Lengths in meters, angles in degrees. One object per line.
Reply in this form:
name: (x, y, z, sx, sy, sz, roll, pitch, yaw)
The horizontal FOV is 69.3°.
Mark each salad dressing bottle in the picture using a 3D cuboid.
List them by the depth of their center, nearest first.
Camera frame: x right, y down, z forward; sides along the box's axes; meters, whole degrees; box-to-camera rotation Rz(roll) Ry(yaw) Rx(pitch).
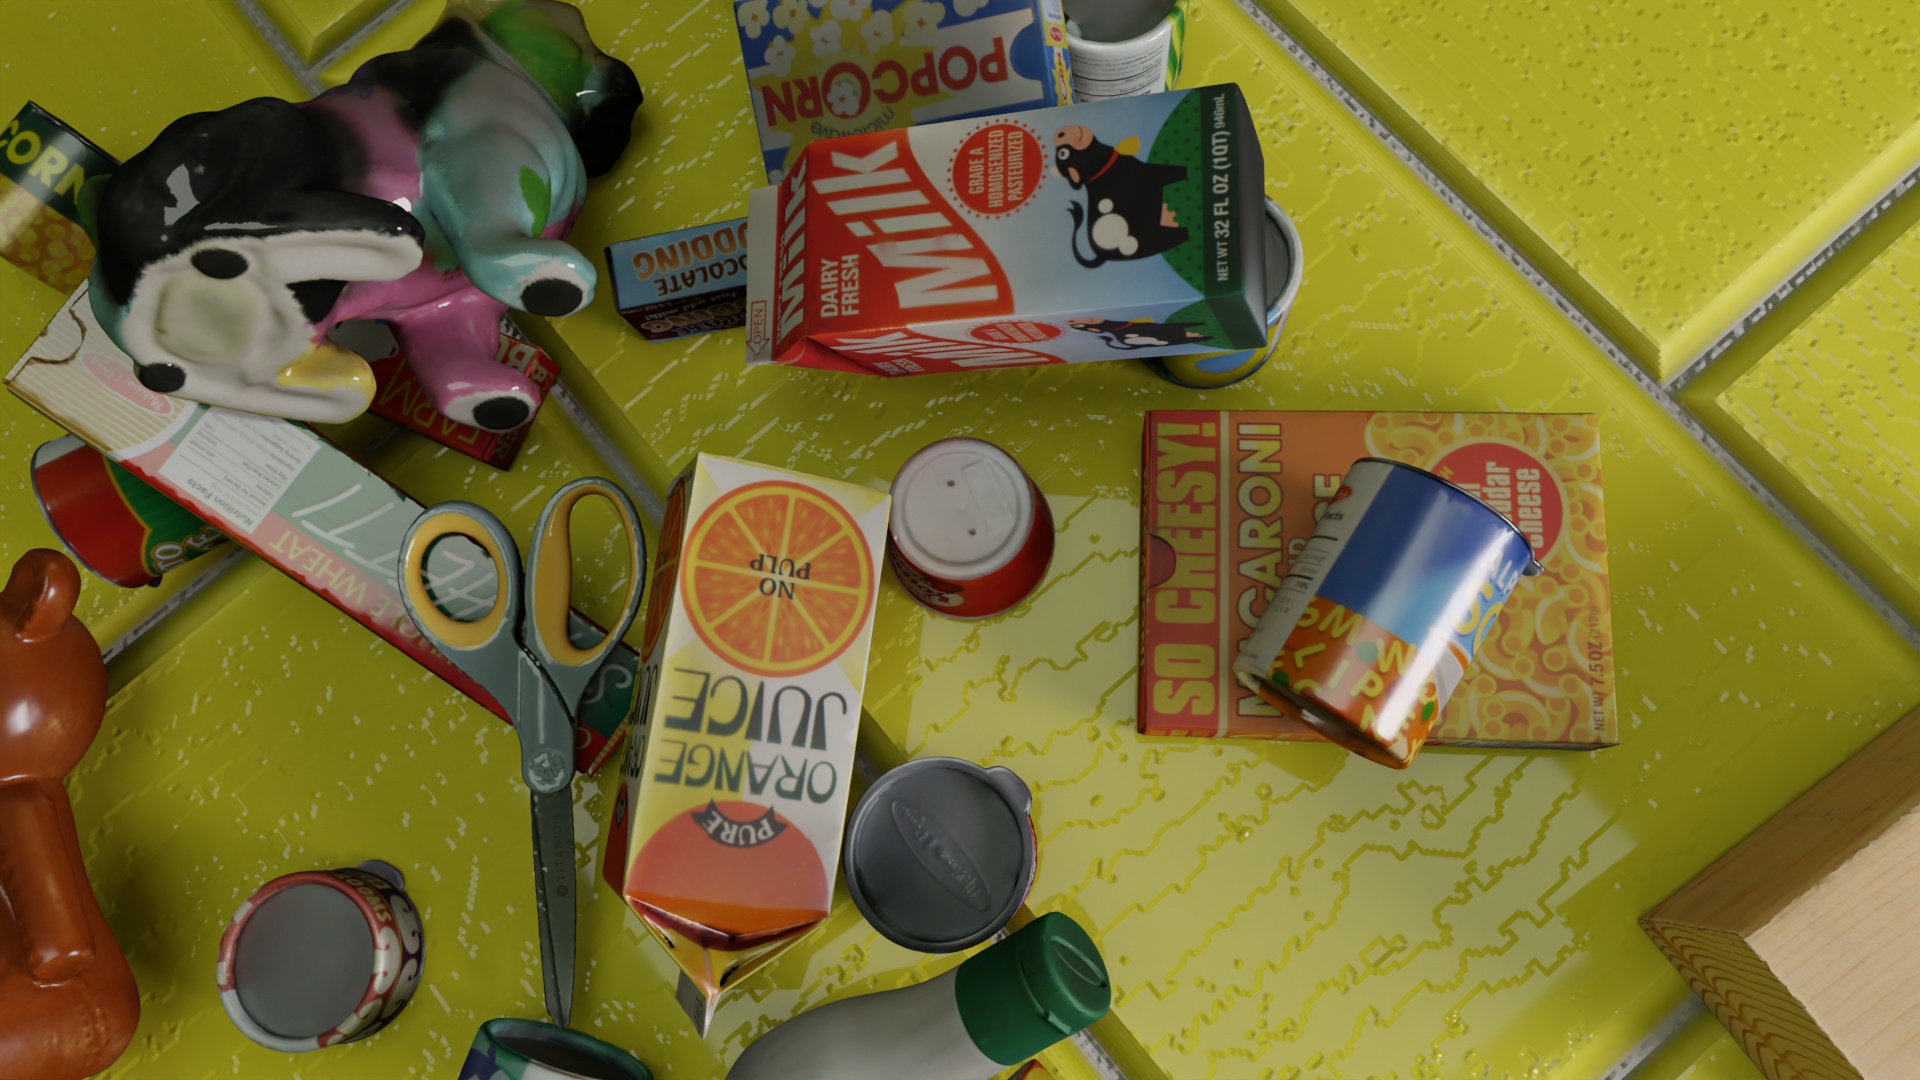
salad dressing bottle: (-0.017, 0.173, 0.468, 0.147, 0.044, 0.064, -35, 117, 22)

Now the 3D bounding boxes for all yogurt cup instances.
yogurt cup: (0.002, -0.007, 0.532, 0.072, 0.054, 0.072, -1, 78, 4)

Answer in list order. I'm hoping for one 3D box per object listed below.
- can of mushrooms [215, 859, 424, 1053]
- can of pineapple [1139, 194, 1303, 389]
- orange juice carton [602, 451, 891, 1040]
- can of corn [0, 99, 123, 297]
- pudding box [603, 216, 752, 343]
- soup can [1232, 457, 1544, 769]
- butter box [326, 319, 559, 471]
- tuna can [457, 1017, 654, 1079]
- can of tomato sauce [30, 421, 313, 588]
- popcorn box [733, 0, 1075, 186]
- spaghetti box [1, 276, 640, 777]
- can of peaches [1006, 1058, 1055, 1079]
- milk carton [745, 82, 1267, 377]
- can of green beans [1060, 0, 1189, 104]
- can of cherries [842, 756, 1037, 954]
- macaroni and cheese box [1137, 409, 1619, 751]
can of mushrooms: (-0.241, 0.156, 0.527, 0.071, 0.033, 0.071, -1, 77, 6)
can of pineapple: (0.095, -0.099, 0.543, 0.071, 0.057, 0.071, -1, 78, 5)
orange juice carton: (-0.081, 0.073, 0.500, 0.073, 0.071, 0.193, 11, 78, -19)
can of corn: (-0.381, -0.142, 0.587, 0.071, 0.071, 0.058, 34, 83, 11)
pudding box: (-0.096, -0.107, 0.565, 0.084, 0.049, 0.030, -10, 82, 2)
soup can: (0.142, 0.026, 0.464, 0.071, 0.071, 0.084, 31, 83, 11)
butter box: (-0.226, -0.072, 0.582, 0.103, 0.024, 0.053, 23, 80, 9)
tuna can: (-0.146, 0.197, 0.495, 0.071, 0.071, 0.033, 18, 79, 9)
can of tomato sauce: (-0.309, -0.027, 0.558, 0.083, 0.071, 0.071, -27, 77, -2)
popcorn box: (-0.020, -0.180, 0.547, 0.126, 0.038, 0.085, -3, 105, 23)
spaghetti box: (-0.226, -0.001, 0.520, 0.250, 0.028, 0.050, 37, 83, -10)
can of peaches: (0.021, 0.222, 0.470, 0.071, 0.071, 0.058, -44, 77, -5)
milk carton: (0.009, -0.103, 0.495, 0.190, 0.073, 0.072, -1, 83, 19)
can of green beans: (0.060, -0.215, 0.572, 0.071, 0.057, 0.071, -1, 77, 5)
can of cherries: (-0.003, 0.112, 0.503, 0.071, 0.058, 0.071, -1, 77, 5)
macaroni and cheese box: (0.151, 0.014, 0.521, 0.166, 0.040, 0.124, 1, 77, 5)
